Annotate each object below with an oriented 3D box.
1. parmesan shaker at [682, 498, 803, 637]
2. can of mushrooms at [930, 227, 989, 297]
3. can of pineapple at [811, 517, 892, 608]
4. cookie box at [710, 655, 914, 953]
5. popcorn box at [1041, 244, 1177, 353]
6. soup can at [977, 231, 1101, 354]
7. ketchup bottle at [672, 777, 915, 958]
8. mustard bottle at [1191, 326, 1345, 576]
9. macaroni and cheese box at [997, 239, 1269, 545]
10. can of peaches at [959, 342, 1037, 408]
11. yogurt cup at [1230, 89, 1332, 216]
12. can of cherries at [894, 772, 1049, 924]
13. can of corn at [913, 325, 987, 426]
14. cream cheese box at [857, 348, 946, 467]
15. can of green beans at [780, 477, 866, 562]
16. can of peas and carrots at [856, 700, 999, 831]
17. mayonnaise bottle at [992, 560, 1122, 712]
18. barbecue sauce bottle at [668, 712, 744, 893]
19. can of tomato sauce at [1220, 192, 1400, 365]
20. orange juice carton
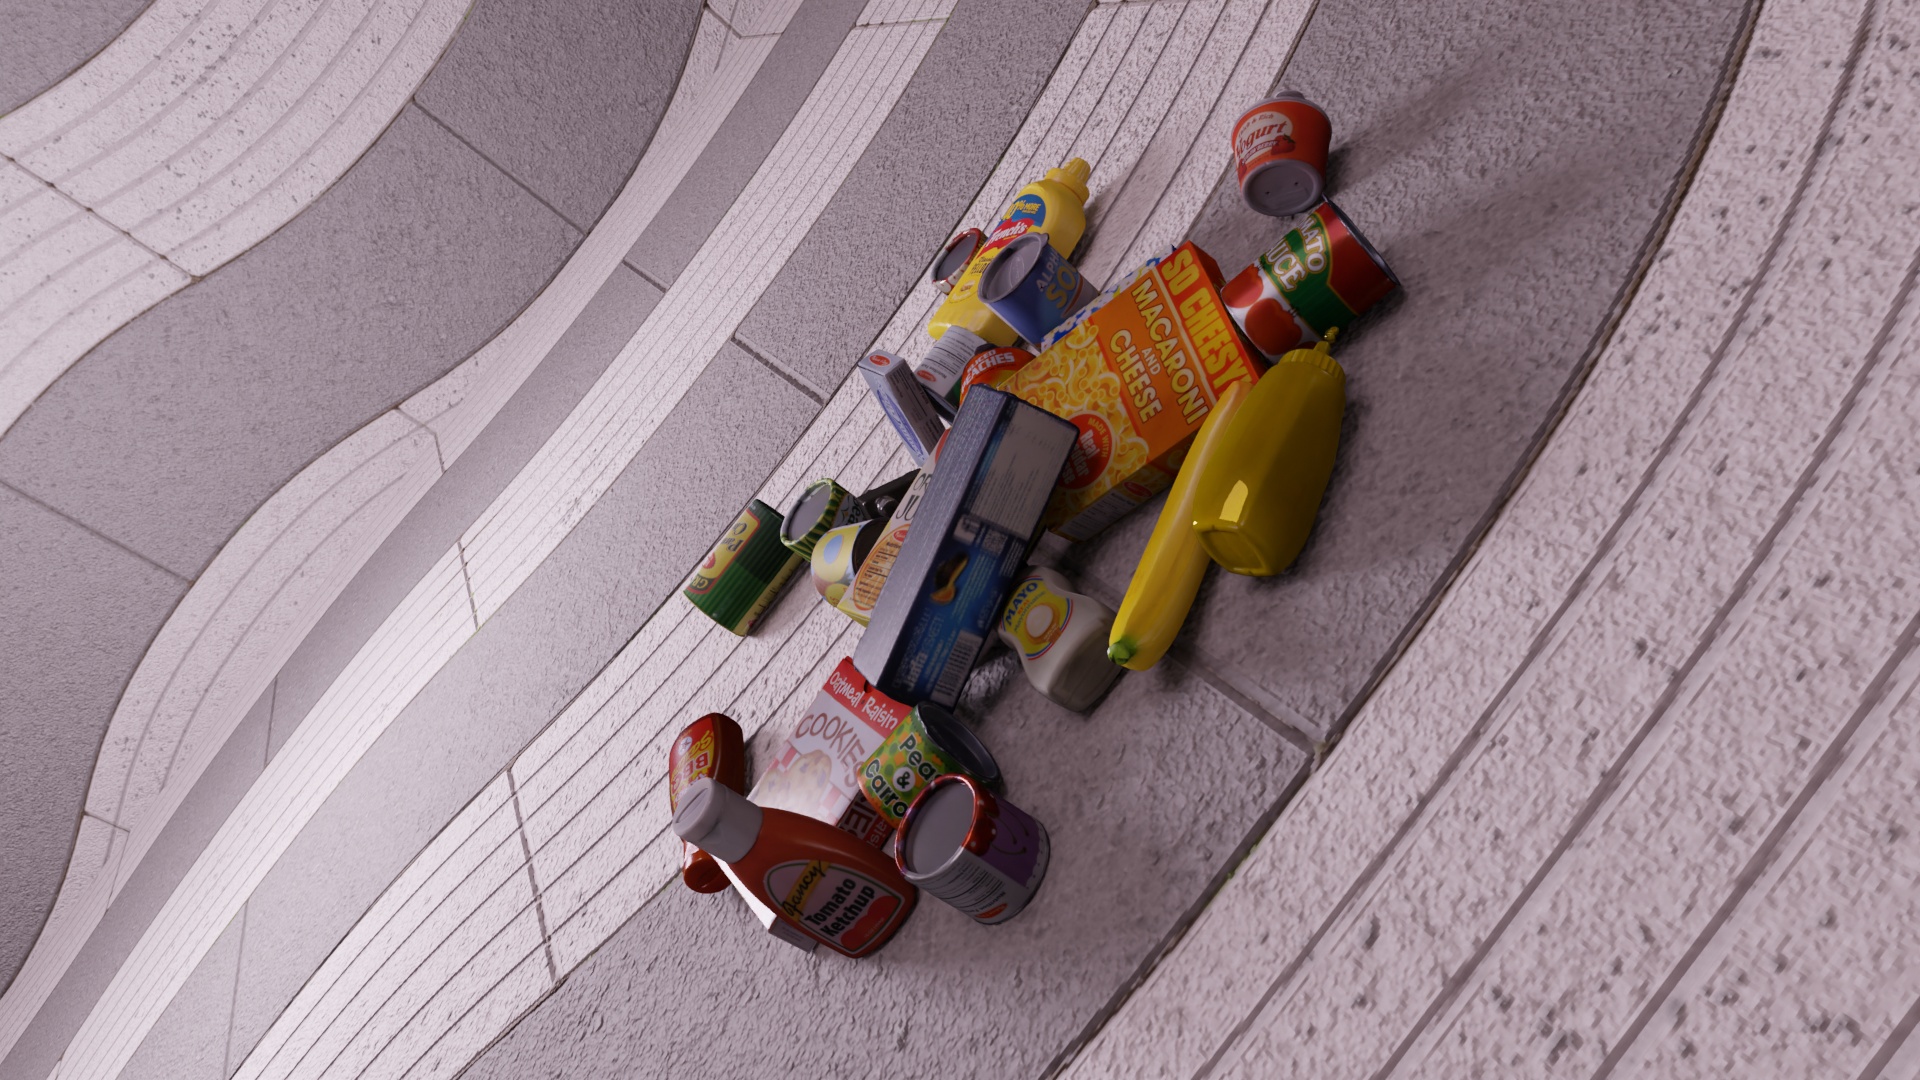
[{"bbox_3d":[-0.182,0.022,1.200,0.103,0.071,0.071,-53,29,-1],"label":"parmesan shaker"},{"bbox_3d":[0.007,-0.250,1.263,0.071,0.033,0.071,-36,32,27],"label":"can of mushrooms"},{"bbox_3d":[-0.070,0.020,1.041,0.057,0.071,0.071,-11,49,51],"label":"can of pineapple"},{"bbox_3d":[-0.089,0.170,0.927,0.167,0.040,0.123,-56,29,-6],"label":"cookie box"},{"bbox_3d":[0.115,-0.140,0.981,0.126,0.038,0.085,-34,34,30],"label":"popcorn box"},{"bbox_3d":[0.067,-0.183,1.050,0.071,0.083,0.072,-35,33,28],"label":"soup can"},{"bbox_3d":[-0.098,0.188,0.810,0.064,0.148,0.044,-47,28,9],"label":"ketchup bottle"},{"bbox_3d":[0.180,-0.057,0.773,0.049,0.065,0.161,1,53,45],"label":"mustard bottle"},{"bbox_3d":[0.112,-0.093,0.893,0.166,0.040,0.124,-35,55,27],"label":"macaroni and cheese box"},{"bbox_3d":[0.031,-0.102,1.025,0.071,0.071,0.058,-32,36,33],"label":"can of peaches"},{"bbox_3d":[0.217,-0.257,0.939,0.072,0.072,0.054,-24,48,41],"label":"yogurt cup"},{"bbox_3d":[0.005,0.169,0.774,0.071,0.058,0.072,-35,34,28],"label":"can of cherries"},{"bbox_3d":[0.001,-0.127,1.103,0.058,0.071,0.071,-52,29,-7],"label":"can of corn"},{"bbox_3d":[-0.038,-0.098,1.087,0.024,0.103,0.053,-37,28,-12],"label":"cream cheese box"},{"bbox_3d":[-0.104,-0.009,1.129,0.071,0.057,0.071,-35,33,28],"label":"can of green beans"},{"bbox_3d":[-0.021,0.140,0.832,0.058,0.071,0.071,-48,29,10],"label":"can of peas and carrots"},{"bbox_3d":[0.051,0.048,0.860,0.064,0.041,0.148,-54,28,4],"label":"mayonnaise bottle"},{"bbox_3d":[-0.189,0.197,1.038,0.064,0.043,0.149,-42,31,16],"label":"barbecue sauce bottle"},{"bbox_3d":[0.207,-0.153,0.830,0.083,0.071,0.071,-40,31,23],"label":"can of tomato sauce"},{"bbox_3d":[0.003,-0.012,0.963,0.193,0.071,0.073,-59,28,-11],"label":"orange juice carton"}]
